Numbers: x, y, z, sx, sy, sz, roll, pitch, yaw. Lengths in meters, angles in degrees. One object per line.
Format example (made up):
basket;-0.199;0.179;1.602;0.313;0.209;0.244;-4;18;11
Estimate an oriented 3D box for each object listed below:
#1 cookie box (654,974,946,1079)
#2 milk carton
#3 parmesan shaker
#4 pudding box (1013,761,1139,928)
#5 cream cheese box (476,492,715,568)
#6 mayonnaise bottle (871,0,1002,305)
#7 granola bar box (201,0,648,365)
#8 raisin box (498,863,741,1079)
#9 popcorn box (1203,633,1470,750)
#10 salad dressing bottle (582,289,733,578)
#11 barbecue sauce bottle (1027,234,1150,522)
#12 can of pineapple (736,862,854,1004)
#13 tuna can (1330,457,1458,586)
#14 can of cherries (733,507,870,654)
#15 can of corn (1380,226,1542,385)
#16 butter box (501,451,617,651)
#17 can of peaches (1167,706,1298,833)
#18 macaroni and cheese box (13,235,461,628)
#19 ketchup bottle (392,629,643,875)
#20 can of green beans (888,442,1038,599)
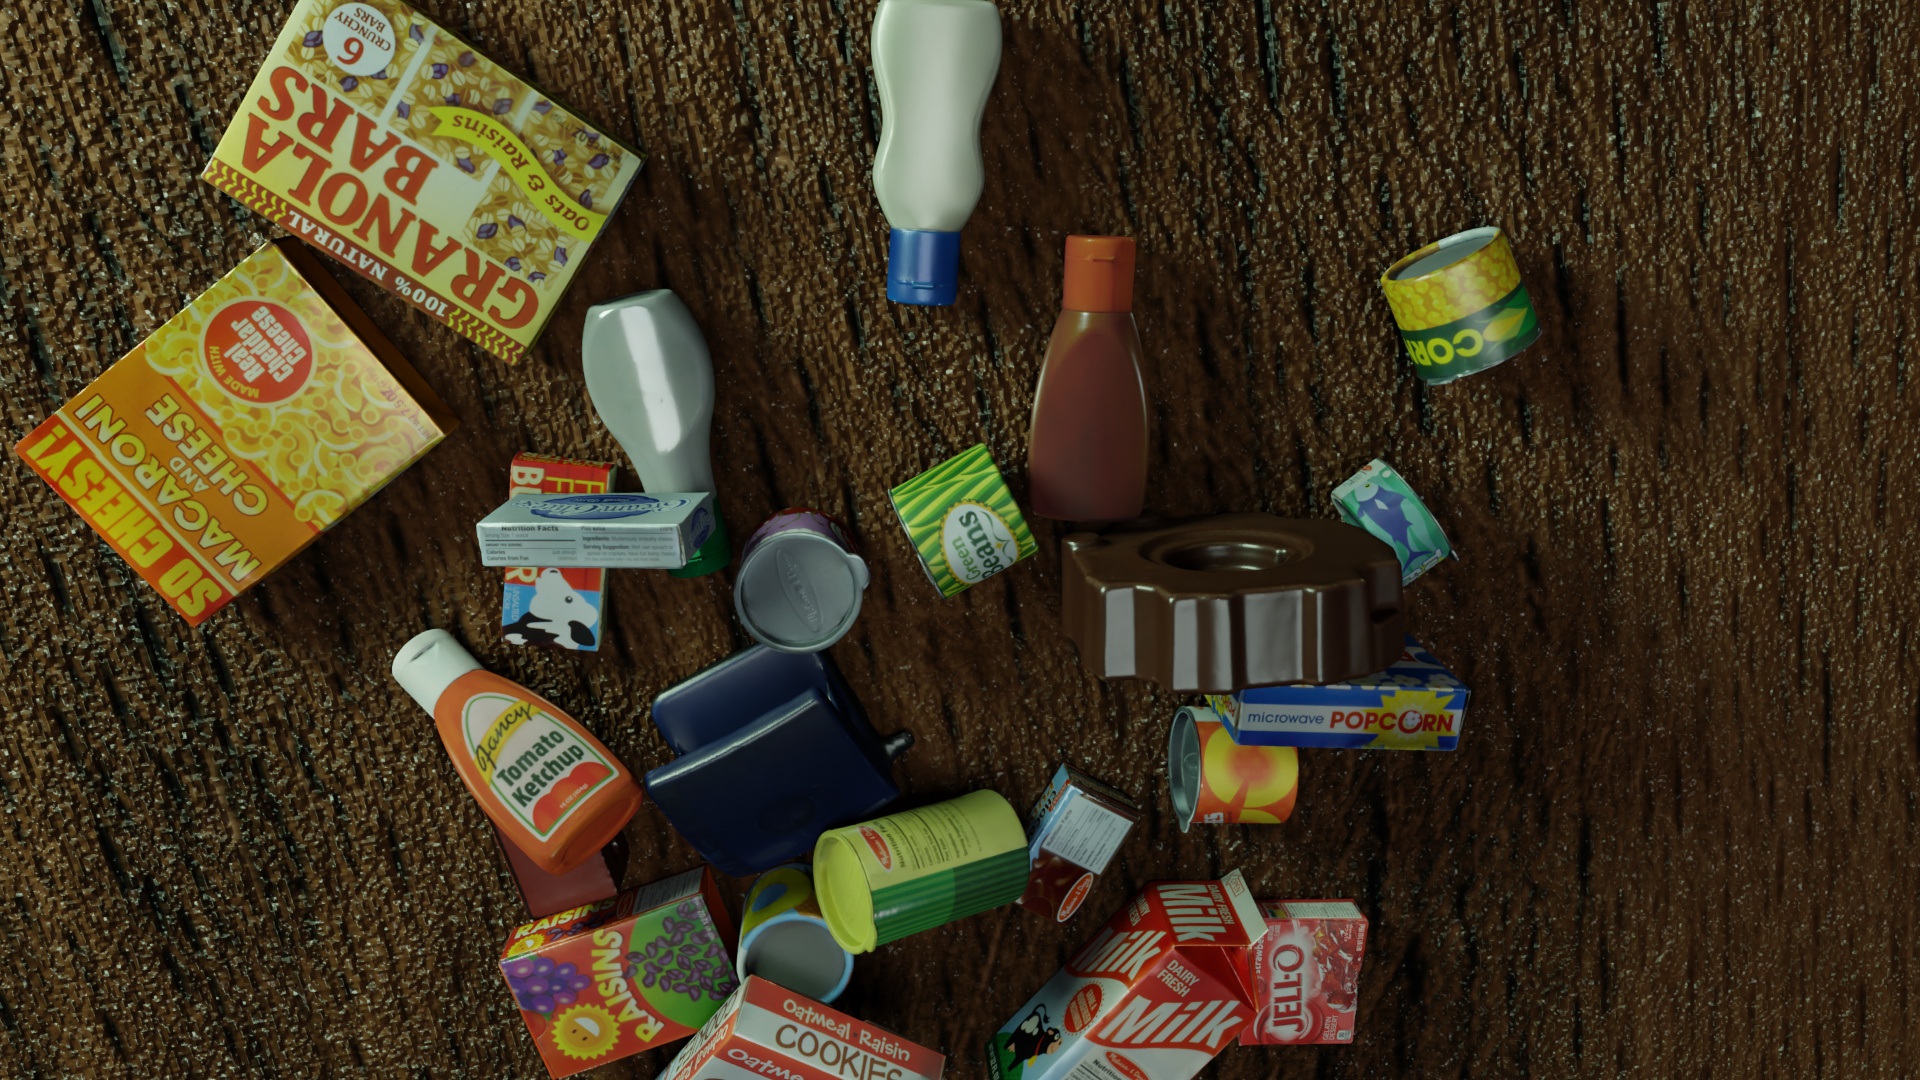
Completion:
cookie box;-0.103;0.321;0.797;0.123;0.040;0.166;27;129;-13
milk carton;0.107;0.277;0.825;0.073;0.072;0.190;40;99;-14
parmesan shaker;-0.020;0.183;0.768;0.103;0.071;0.071;-8;108;-32
pudding box;0.061;0.179;0.815;0.049;0.030;0.083;28;101;-13
cream cheese box;-0.180;-0.005;0.691;0.104;0.053;0.024;0;110;6
mayonnaise bottle;-0.015;-0.194;0.699;0.065;0.041;0.147;3;106;-5
granola bar box;-0.257;-0.182;0.679;0.165;0.039;0.124;32;100;-13
raisin box;-0.191;0.251;0.806;0.123;0.040;0.086;-18;107;0
popcorn box;0.203;0.081;0.772;0.127;0.085;0.038;2;107;-7
salad dressing bottle;-0.153;-0.054;0.723;0.064;0.044;0.147;-11;108;-1
barbecue sauce bottle;0.070;-0.086;0.736;0.065;0.044;0.148;2;105;0
can of pineapple;-0.092;0.228;0.799;0.071;0.058;0.070;-1;106;-5
tuna can;0.237;-0.008;0.760;0.033;0.071;0.071;-37;106;7
can of cherries;-0.083;0.020;0.742;0.071;0.058;0.071;-1;105;-5
can of corn;0.261;-0.123;0.730;0.071;0.071;0.058;-27;106;3
butter box;-0.215;0.006;0.743;0.053;0.024;0.103;5;105;-8
can of peaches;0.154;0.130;0.791;0.058;0.071;0.071;1;106;-7
macaroni and cheese box;-0.362;-0.054;0.704;0.166;0.040;0.123;-37;106;5
ketchup bottle;-0.236;0.104;0.723;0.149;0.043;0.065;37;63;21
can of green beans;0.002;-0.011;0.738;0.058;0.071;0.071;-27;106;2
